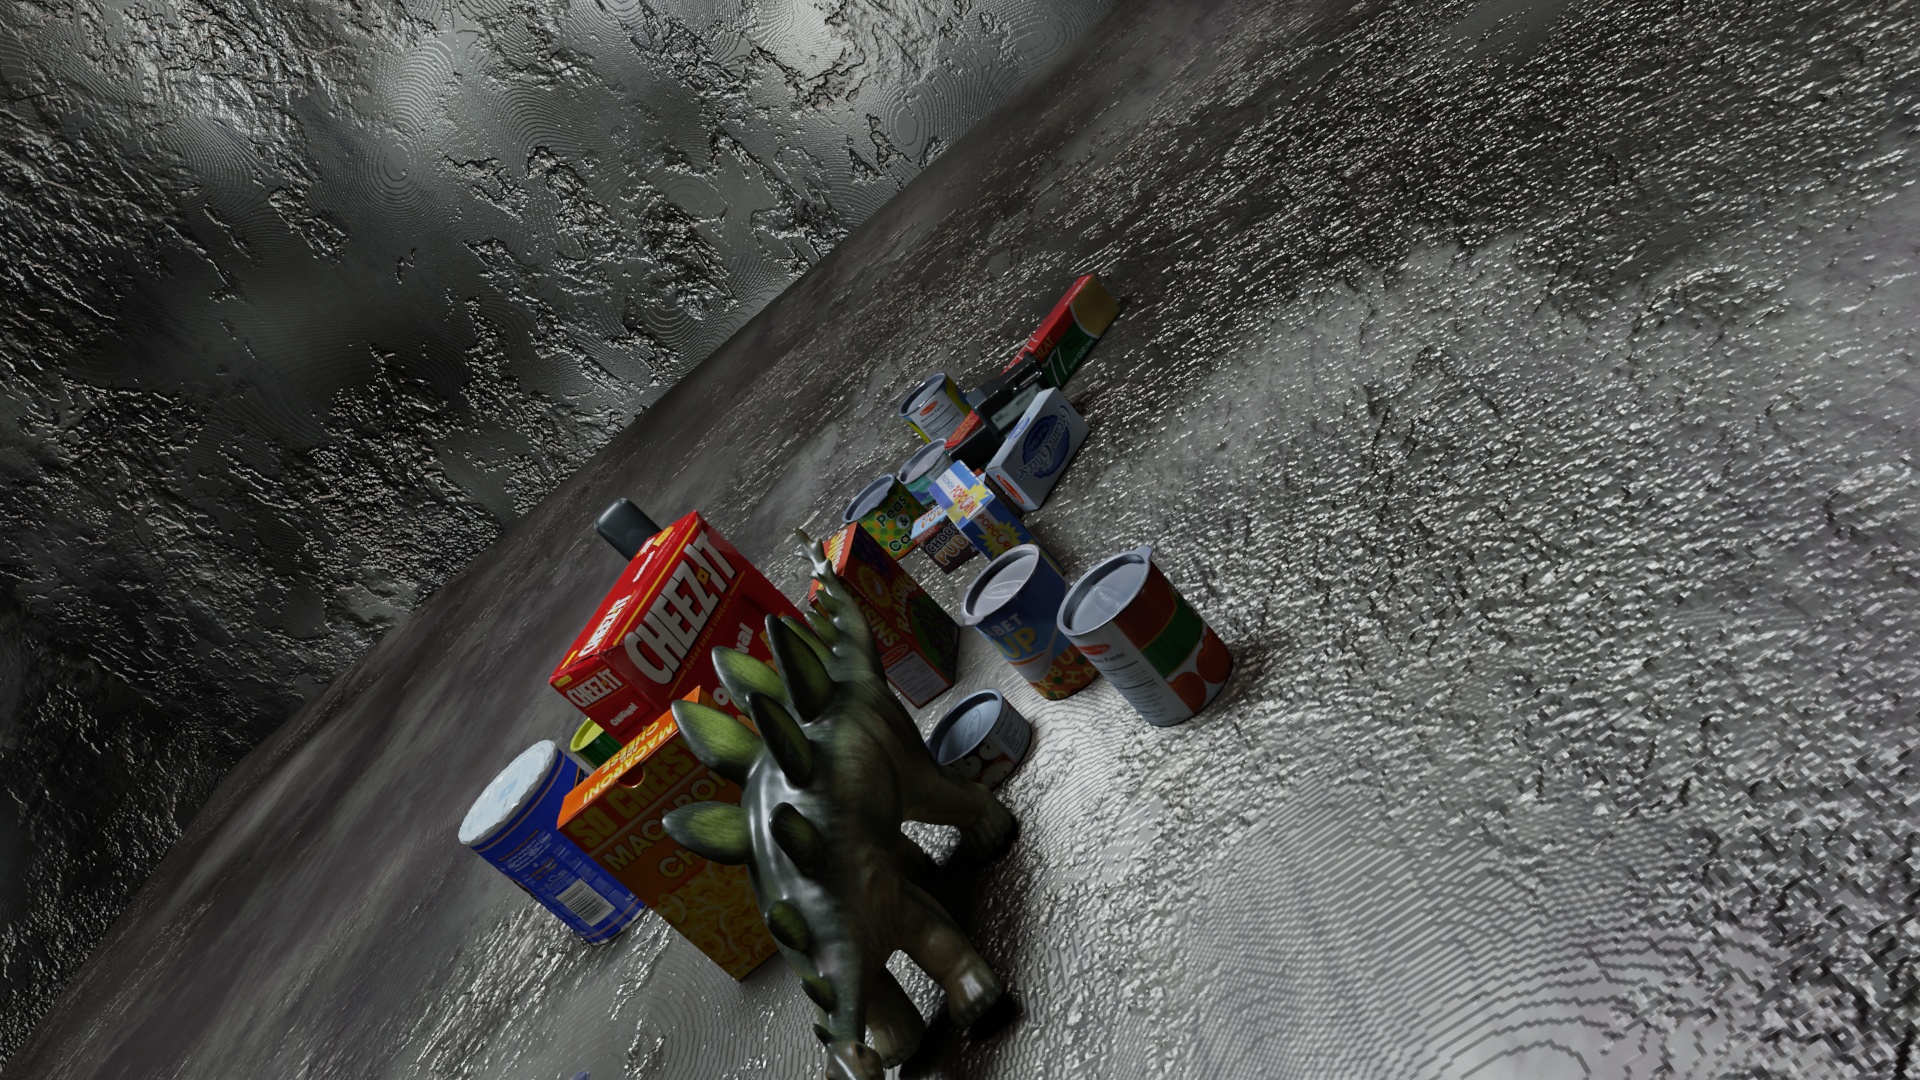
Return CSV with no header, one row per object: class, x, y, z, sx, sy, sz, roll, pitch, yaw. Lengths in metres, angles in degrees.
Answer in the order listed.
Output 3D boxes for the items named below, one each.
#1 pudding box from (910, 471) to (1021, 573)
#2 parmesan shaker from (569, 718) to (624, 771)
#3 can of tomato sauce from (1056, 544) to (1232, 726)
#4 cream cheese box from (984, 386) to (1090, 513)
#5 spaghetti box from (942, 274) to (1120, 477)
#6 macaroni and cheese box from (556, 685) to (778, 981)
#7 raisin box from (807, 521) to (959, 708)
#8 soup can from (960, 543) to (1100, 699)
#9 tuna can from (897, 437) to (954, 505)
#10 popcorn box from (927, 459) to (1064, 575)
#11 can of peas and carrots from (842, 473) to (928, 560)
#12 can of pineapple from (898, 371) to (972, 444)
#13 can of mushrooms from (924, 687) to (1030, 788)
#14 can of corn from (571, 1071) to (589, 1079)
pudding box,0.004,-0.015,1.188,0.083,0.049,0.030,-34,22,23
parmesan shaker,-0.284,0.192,1.231,0.071,0.103,0.071,-37,21,17
can of tomato sauce,0.109,0.056,0.807,0.071,0.083,0.071,-37,21,17
cream cheese box,0.067,-0.078,1.191,0.024,0.053,0.104,-16,33,52
spaghetti box,0.072,-0.159,1.348,0.251,0.050,0.028,-53,22,-25
macaroni and cheese box,-0.156,0.192,0.903,0.123,0.166,0.040,-40,20,9
raisin box,-0.056,0.056,1.053,0.040,0.123,0.086,-35,22,21
soup can,0.050,0.056,0.913,0.071,0.083,0.071,-37,21,17
tuna can,-0.029,-0.068,1.379,0.071,0.032,0.071,-37,21,17
popcorn box,0.026,-0.010,1.086,0.038,0.085,0.127,-42,20,2
can of peas and carrots,-0.068,-0.021,1.319,0.071,0.058,0.071,-37,21,17
can of pineapple,-0.022,-0.136,1.464,0.071,0.057,0.071,-37,21,17
can of mushrooms,0.010,0.133,0.908,0.071,0.033,0.071,-37,21,17
can of corn,-0.224,0.368,0.836,0.071,0.058,0.071,-37,21,17
